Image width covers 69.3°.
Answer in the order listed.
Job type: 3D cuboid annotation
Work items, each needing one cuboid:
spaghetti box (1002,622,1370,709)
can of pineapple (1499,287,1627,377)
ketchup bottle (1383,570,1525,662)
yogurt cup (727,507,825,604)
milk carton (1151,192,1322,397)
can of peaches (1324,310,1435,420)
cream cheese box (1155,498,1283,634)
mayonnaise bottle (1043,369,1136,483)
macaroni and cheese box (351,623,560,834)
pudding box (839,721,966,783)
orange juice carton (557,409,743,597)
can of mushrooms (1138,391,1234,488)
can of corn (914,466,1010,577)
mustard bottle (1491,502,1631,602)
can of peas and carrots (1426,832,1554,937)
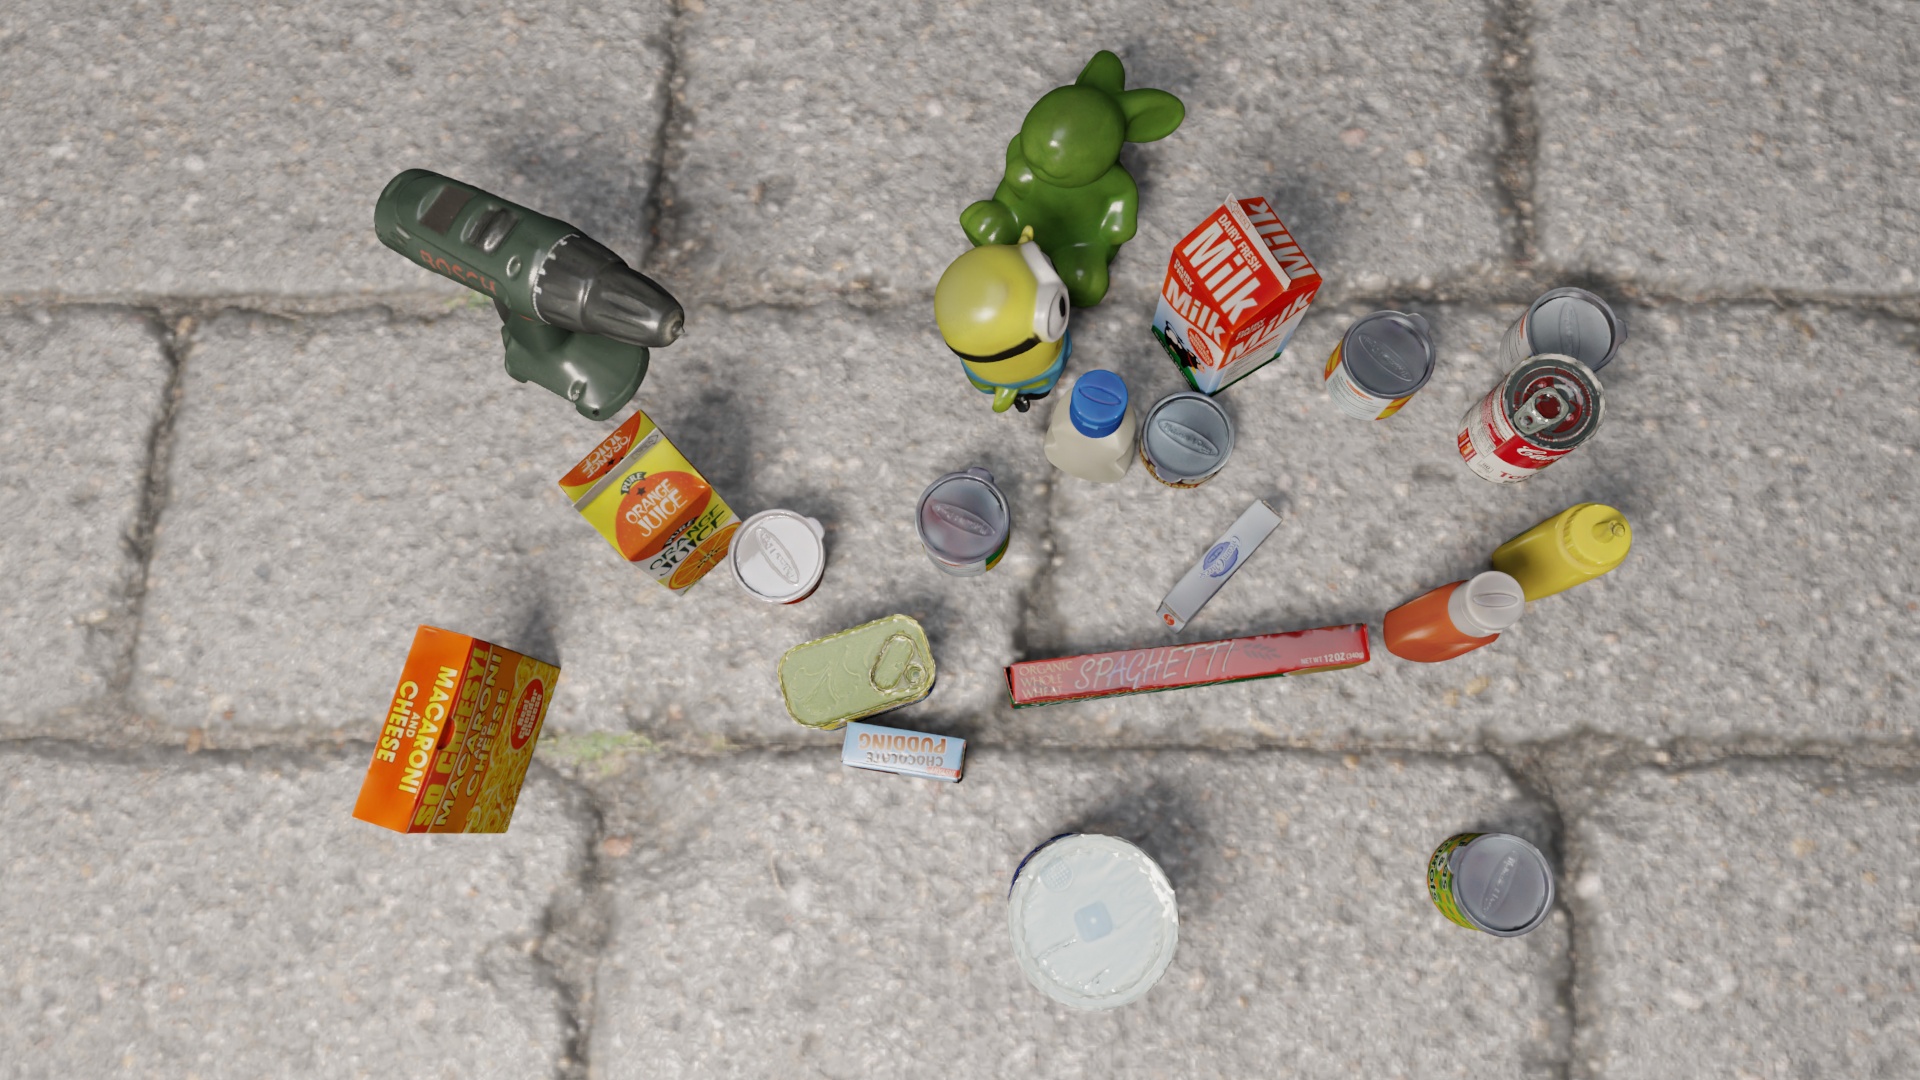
[{"bbox_3d":[0.155,0.088,0.967,0.250,0.050,0.029,-7,78,0],"label":"spaghetti box"},{"bbox_3d":[0.434,-0.141,1.005,0.071,0.057,0.071,0,78,2],"label":"can of pineapple"},{"bbox_3d":[0.329,0.052,0.919,0.065,0.148,0.043,-1,78,2],"label":"ketchup bottle"},{"bbox_3d":[-0.127,0.015,0.988,0.072,0.054,0.072,0,78,2],"label":"yogurt cup"},{"bbox_3d":[0.188,-0.168,0.949,0.073,0.190,0.072,-31,79,-5],"label":"milk carton"},{"bbox_3d":[0.304,-0.127,1.005,0.071,0.058,0.071,0,78,2],"label":"can of peaches"},{"bbox_3d":[0.181,0.019,0.979,0.024,0.053,0.104,43,82,9],"label":"cream cheese box"},{"bbox_3d":[0.092,-0.078,0.954,0.065,0.148,0.041,19,80,5],"label":"mayonnaise bottle"},{"bbox_3d":[-0.324,0.128,0.911,0.040,0.166,0.124,15,79,5],"label":"macaroni and cheese box"},{"bbox_3d":[-0.039,0.147,0.959,0.084,0.049,0.030,8,79,3],"label":"pudding box"},{"bbox_3d":[-0.205,-0.025,0.928,0.072,0.192,0.073,-43,80,-7],"label":"orange juice carton"},{"bbox_3d":[0.162,-0.070,1.009,0.071,0.033,0.071,0,78,1],"label":"can of mushrooms"},{"bbox_3d":[0.004,-0.012,0.988,0.071,0.058,0.071,0,78,2],"label":"can of corn"},{"bbox_3d":[0.406,0.004,0.922,0.065,0.160,0.049,-23,79,-3],"label":"mustard bottle"},{"bbox_3d":[0.350,0.227,0.927,0.071,0.058,0.071,0,78,2],"label":"can of peas and carrots"}]
